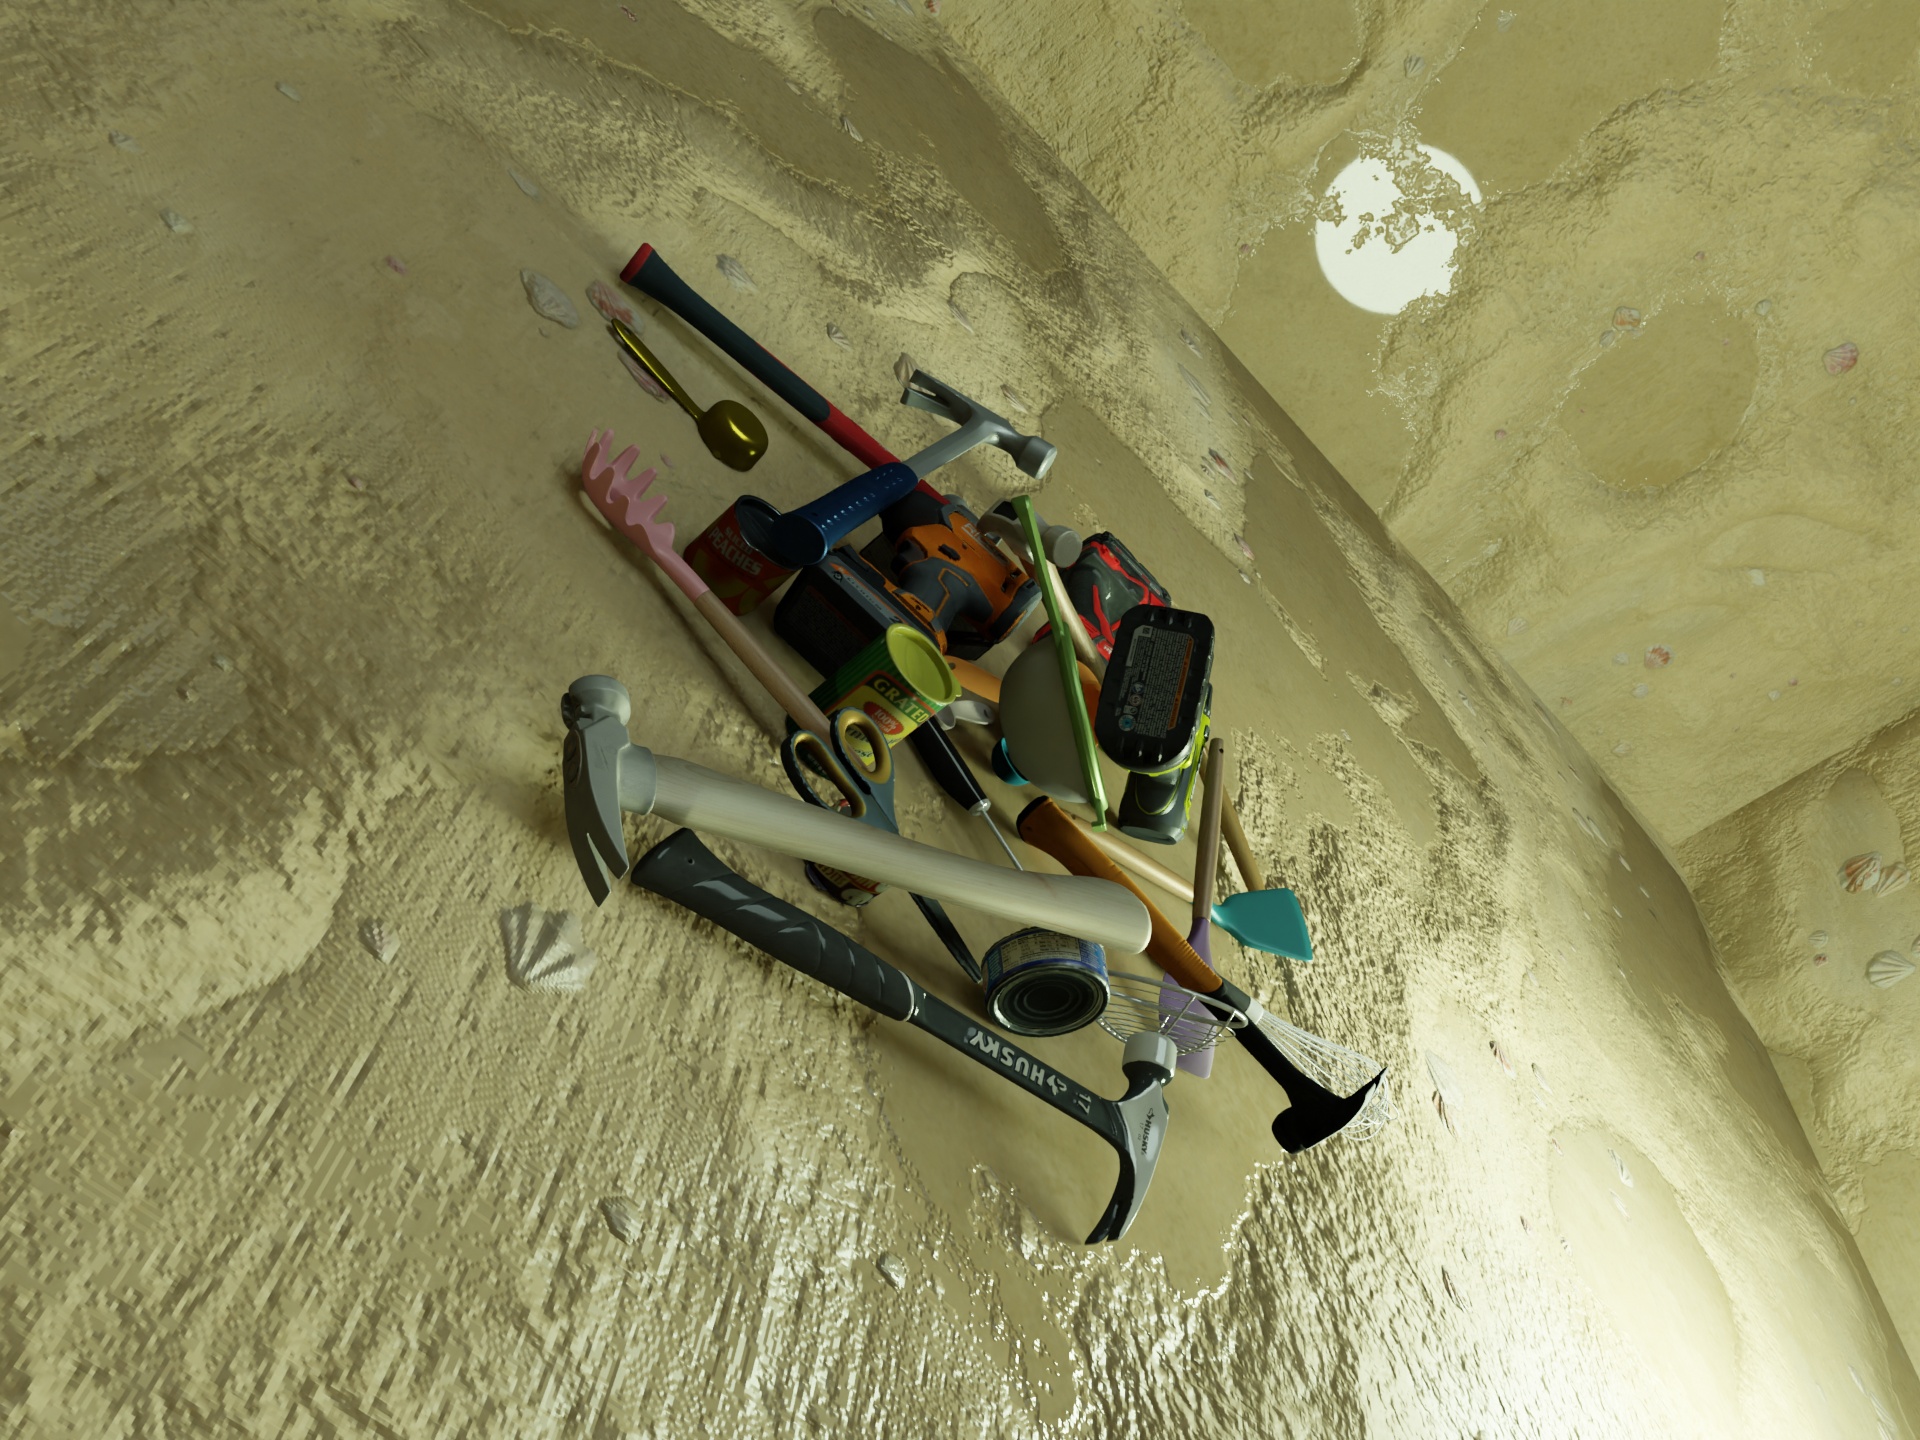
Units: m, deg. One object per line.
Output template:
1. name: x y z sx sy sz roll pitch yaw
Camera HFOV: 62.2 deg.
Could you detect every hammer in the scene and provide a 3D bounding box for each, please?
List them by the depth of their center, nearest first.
1. hammer: -0.041 0.089 0.945 0.410 0.038 0.146 20 33 -32
2. hammer: -0.024 0.181 0.965 0.408 0.036 0.149 34 50 -25
3. hammer: 0.171 0.182 1.212 0.337 0.127 0.034 46 53 11
4. hammer: -0.046 -0.197 1.247 0.144 0.035 0.405 32 29 7
5. hammer: -0.122 -0.265 1.356 0.386 0.038 0.143 36 7 -24
6. hammer: 0.099 -0.067 1.379 0.130 0.031 0.331 34 -18 43

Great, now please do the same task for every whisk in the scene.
1. whisk: 0.265 0.263 1.343 0.284 0.070 0.070 39 28 -17

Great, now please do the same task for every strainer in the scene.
1. strainer: 0.053 -0.044 1.211 0.152 0.069 0.256 -90 165 -67

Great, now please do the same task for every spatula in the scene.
1. spatula: 0.200 0.144 1.322 0.059 0.018 0.316 28 52 -21
2. spatula: 0.196 0.137 1.400 0.317 0.044 0.082 31 37 -36

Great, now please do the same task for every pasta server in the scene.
1. pasta server: -0.150 -0.068 1.063 0.316 0.040 0.060 48 18 6

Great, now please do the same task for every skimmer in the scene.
1. skimmer: 0.072 0.100 1.189 0.363 0.090 0.127 56 -9 14

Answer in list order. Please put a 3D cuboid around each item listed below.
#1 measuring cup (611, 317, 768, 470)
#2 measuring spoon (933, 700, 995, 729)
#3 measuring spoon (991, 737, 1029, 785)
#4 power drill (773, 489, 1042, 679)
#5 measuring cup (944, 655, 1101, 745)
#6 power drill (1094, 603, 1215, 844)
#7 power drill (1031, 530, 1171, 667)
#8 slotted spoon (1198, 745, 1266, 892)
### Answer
1. measuring cup: -0.211 -0.264 1.254 0.156 0.029 0.062 46 26 -16
2. measuring spoon: -0.002 -0.004 1.293 0.124 0.018 0.034 5 57 -65
3. measuring spoon: 0.059 0.049 1.325 0.128 0.021 0.042 30 34 -55
4. power drill: -0.046 -0.106 1.225 0.164 0.084 0.226 43 34 5
5. measuring cup: 0.046 -0.028 1.324 0.173 0.095 0.052 26 25 -28
6. power drill: 0.174 -0.011 1.341 0.228 0.080 0.191 59 45 -70
7. power drill: 0.144 -0.082 1.563 0.143 0.078 0.220 44 29 -16
8. slotted spoon: 0.238 0.050 1.519 0.070 0.031 0.314 -29 98 -60
